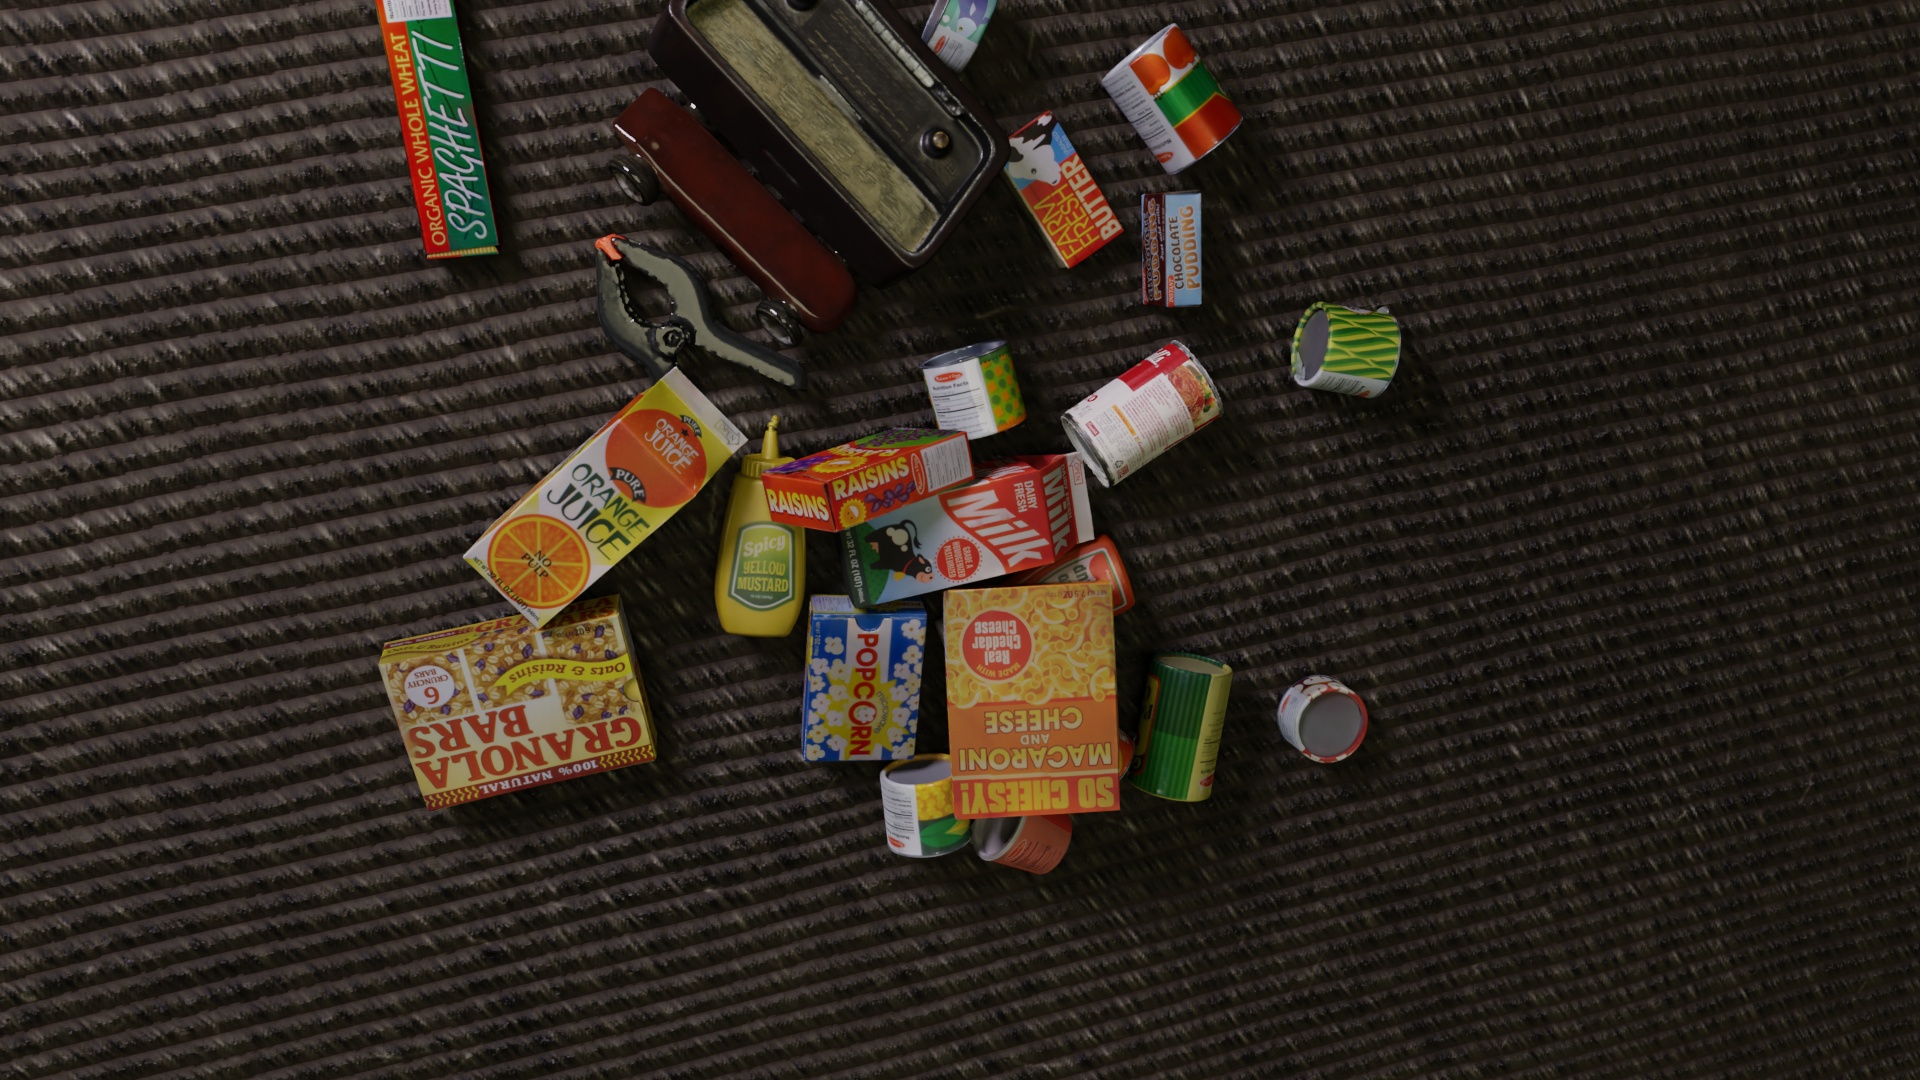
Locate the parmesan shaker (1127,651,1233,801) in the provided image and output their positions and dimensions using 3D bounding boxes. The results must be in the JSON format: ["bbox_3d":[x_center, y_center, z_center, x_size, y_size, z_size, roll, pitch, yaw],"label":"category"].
[{"bbox_3d":[0.174,0.145,1.097,0.071,0.071,0.103,7,99,-13],"label":"parmesan shaker"}]

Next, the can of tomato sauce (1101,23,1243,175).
[{"bbox_3d":[0.153,-0.317,0.995,0.071,0.071,0.083,-41,106,-1],"label":"can of tomato sauce"}]

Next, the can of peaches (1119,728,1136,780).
[{"bbox_3d":[0.094,0.159,1.081,0.058,0.071,0.071,43,91,-16],"label":"can of peaches"}]

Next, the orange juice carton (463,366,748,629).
[{"bbox_3d":[-0.240,-0.033,0.952,0.192,0.073,0.071,-39,107,11],"label":"orange juice carton"}]

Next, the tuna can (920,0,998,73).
[{"bbox_3d":[-0.001,-0.361,0.956,0.033,0.071,0.071,23,96,-16],"label":"tuna can"}]

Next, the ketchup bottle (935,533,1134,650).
[{"bbox_3d":[0.055,0.050,1.063,0.149,0.043,0.064,-23,102,-6],"label":"ketchup bottle"}]

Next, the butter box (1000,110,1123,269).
[{"bbox_3d":[0.070,-0.254,1.013,0.053,0.024,0.103,-36,106,-2],"label":"butter box"}]

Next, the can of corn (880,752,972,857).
[{"bbox_3d":[-0.025,0.201,1.067,0.071,0.071,0.058,-8,103,-9],"label":"can of corn"}]

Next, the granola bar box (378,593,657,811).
[{"bbox_3d":[-0.312,0.116,0.994,0.166,0.039,0.123,-12,115,-9],"label":"granola bar box"}]

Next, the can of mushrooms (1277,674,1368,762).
[{"bbox_3d":[0.299,0.146,1.136,0.071,0.033,0.071,-2,101,-11],"label":"can of mushrooms"}]

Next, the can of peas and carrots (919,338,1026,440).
[{"bbox_3d":[0.011,-0.110,1.011,0.071,0.071,0.058,-18,105,-7],"label":"can of peas and carrots"}]

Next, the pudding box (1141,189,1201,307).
[{"bbox_3d":[0.156,-0.215,1.025,0.030,0.050,0.083,-5,103,-12],"label":"pudding box"}]

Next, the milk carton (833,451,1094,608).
[{"bbox_3d":[0.004,-0.013,1.024,0.191,0.073,0.072,-12,105,-9],"label":"milk carton"}]

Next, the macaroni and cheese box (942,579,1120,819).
[{"bbox_3d":[0.052,0.115,1.019,0.124,0.040,0.166,-3,91,-2],"label":"macaroni and cheese box"}]

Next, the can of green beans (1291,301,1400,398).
[{"bbox_3d":[0.292,-0.145,1.058,0.058,0.071,0.071,8,100,-12],"label":"can of green beans"}]

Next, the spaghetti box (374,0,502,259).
[{"bbox_3d":[-0.350,-0.312,0.914,0.050,0.029,0.249,-9,103,-9],"label":"spaghetti box"}]

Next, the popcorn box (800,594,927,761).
[{"bbox_3d":[-0.074,0.103,1.039,0.085,0.038,0.126,1,113,-11],"label":"popcorn box"}]

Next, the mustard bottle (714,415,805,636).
[{"bbox_3d":[-0.143,-0.011,1.007,0.065,0.049,0.159,2,101,-14],"label":"mustard bottle"}]

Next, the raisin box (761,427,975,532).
[{"bbox_3d":[-0.064,-0.045,0.973,0.124,0.086,0.040,-22,110,-34],"label":"raisin box"}]

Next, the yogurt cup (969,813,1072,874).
[{"bbox_3d":[0.050,0.226,1.088,0.054,0.072,0.072,30,95,-24],"label":"yogurt cup"}]
